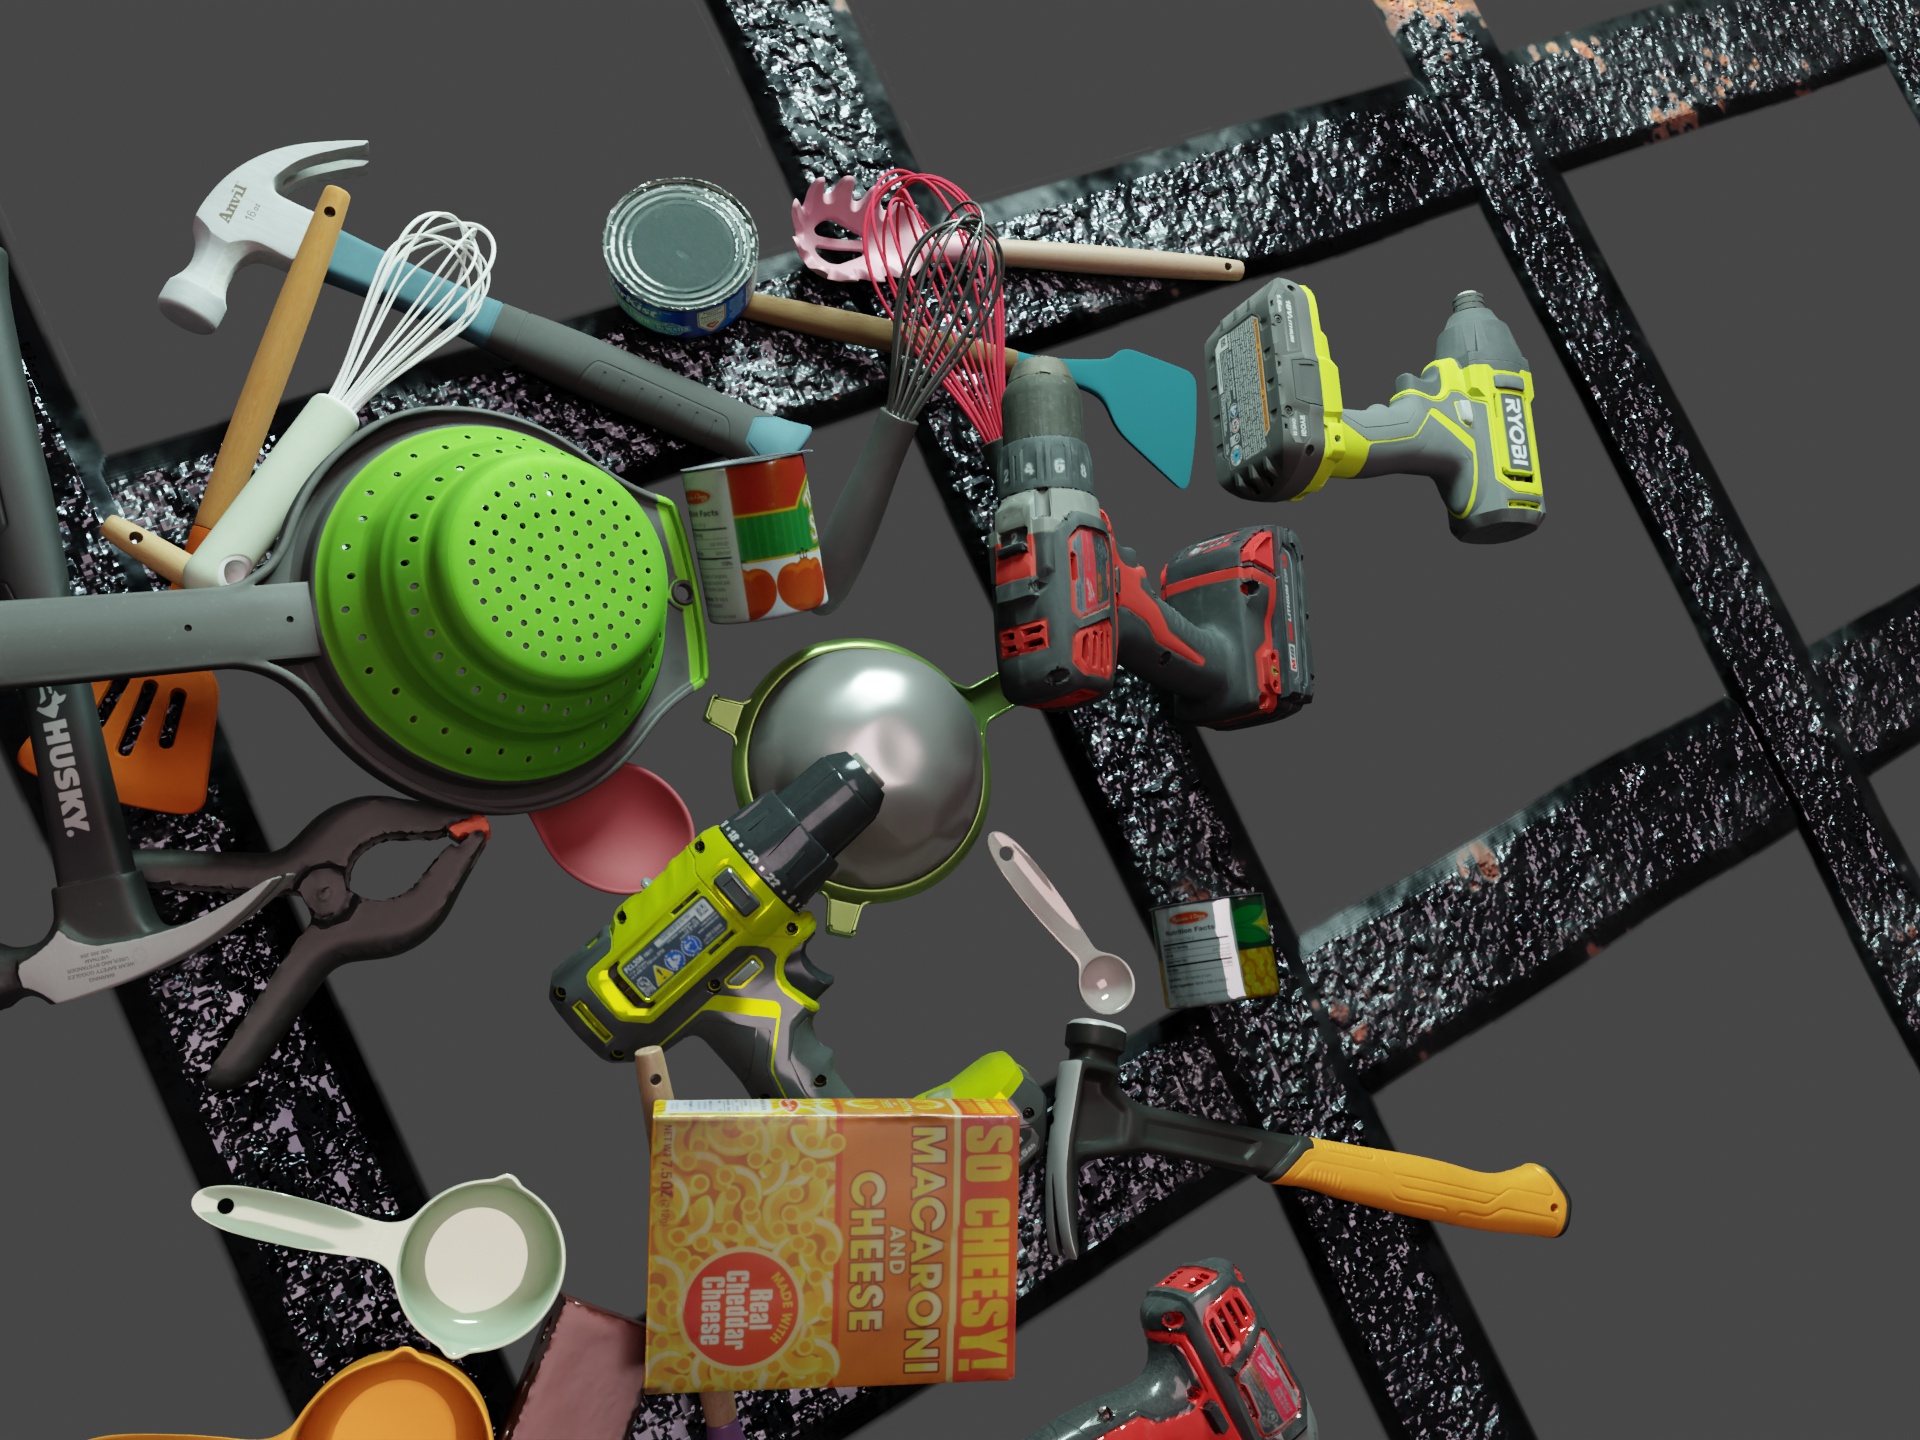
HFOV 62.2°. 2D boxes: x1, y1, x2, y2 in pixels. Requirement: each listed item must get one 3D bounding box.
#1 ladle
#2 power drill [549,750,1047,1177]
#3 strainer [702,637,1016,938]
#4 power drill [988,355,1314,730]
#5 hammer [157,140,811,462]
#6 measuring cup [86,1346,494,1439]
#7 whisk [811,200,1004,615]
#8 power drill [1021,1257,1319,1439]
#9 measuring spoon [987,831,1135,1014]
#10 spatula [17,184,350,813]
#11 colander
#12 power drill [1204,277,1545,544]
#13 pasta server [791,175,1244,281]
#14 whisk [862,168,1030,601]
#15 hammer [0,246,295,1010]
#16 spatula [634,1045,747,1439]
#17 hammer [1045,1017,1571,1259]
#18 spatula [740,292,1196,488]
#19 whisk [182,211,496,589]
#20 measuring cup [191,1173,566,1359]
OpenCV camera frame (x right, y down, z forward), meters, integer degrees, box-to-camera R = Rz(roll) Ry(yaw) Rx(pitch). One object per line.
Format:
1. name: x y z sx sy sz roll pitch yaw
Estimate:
1. ladle: -0.271 -0.007 0.783 0.315 0.031 0.069 34 62 -19
2. power drill: -0.063 0.147 0.797 0.190 0.080 0.228 -41 94 -6
3. strainer: -0.001 -0.003 0.881 0.256 0.069 0.151 -30 89 -23
4. power drill: 0.100 -0.089 0.886 0.226 0.080 0.188 10 72 -46
5. hammer: -0.240 -0.206 0.862 0.331 0.033 0.128 22 71 -15
6. measuring cup: -0.295 0.323 0.702 0.173 0.052 0.095 7 75 -13
7. whisk: -0.036 -0.166 0.866 0.055 0.055 0.239 20 107 -16
8. power drill: 0.090 0.395 0.818 0.219 0.078 0.143 -27 88 -27
9. measuring spoon: 0.053 0.115 0.907 0.034 0.018 0.124 -35 84 -24
10. spatula: -0.357 -0.116 0.775 0.081 0.041 0.323 20 81 -21
11. colander: -0.269 -0.052 0.698 0.397 0.094 0.204 -9 86 -39
12. power drill: 0.276 -0.210 1.038 0.223 0.080 0.171 2 77 -24
13. pasta server: 0.043 -0.291 0.987 0.316 0.040 0.060 -2 91 -23
14. whisk: 0.016 -0.177 0.905 0.073 0.073 0.296 -20 89 -24
15. hammer: -0.403 -0.045 0.707 0.146 0.035 0.335 -12 90 -7
16. spatula: -0.117 0.308 0.758 0.059 0.018 0.316 -13 95 -24
17. hammer: 0.207 0.265 0.914 0.336 0.034 0.127 15 71 -17
18. spatula: 0.005 -0.215 0.963 0.317 0.044 0.082 10 74 -14
19. whisk: -0.301 -0.157 0.776 0.059 0.057 0.246 15 63 21
20. measuring cup: -0.268 0.241 0.739 0.167 0.038 0.083 18 71 -13
